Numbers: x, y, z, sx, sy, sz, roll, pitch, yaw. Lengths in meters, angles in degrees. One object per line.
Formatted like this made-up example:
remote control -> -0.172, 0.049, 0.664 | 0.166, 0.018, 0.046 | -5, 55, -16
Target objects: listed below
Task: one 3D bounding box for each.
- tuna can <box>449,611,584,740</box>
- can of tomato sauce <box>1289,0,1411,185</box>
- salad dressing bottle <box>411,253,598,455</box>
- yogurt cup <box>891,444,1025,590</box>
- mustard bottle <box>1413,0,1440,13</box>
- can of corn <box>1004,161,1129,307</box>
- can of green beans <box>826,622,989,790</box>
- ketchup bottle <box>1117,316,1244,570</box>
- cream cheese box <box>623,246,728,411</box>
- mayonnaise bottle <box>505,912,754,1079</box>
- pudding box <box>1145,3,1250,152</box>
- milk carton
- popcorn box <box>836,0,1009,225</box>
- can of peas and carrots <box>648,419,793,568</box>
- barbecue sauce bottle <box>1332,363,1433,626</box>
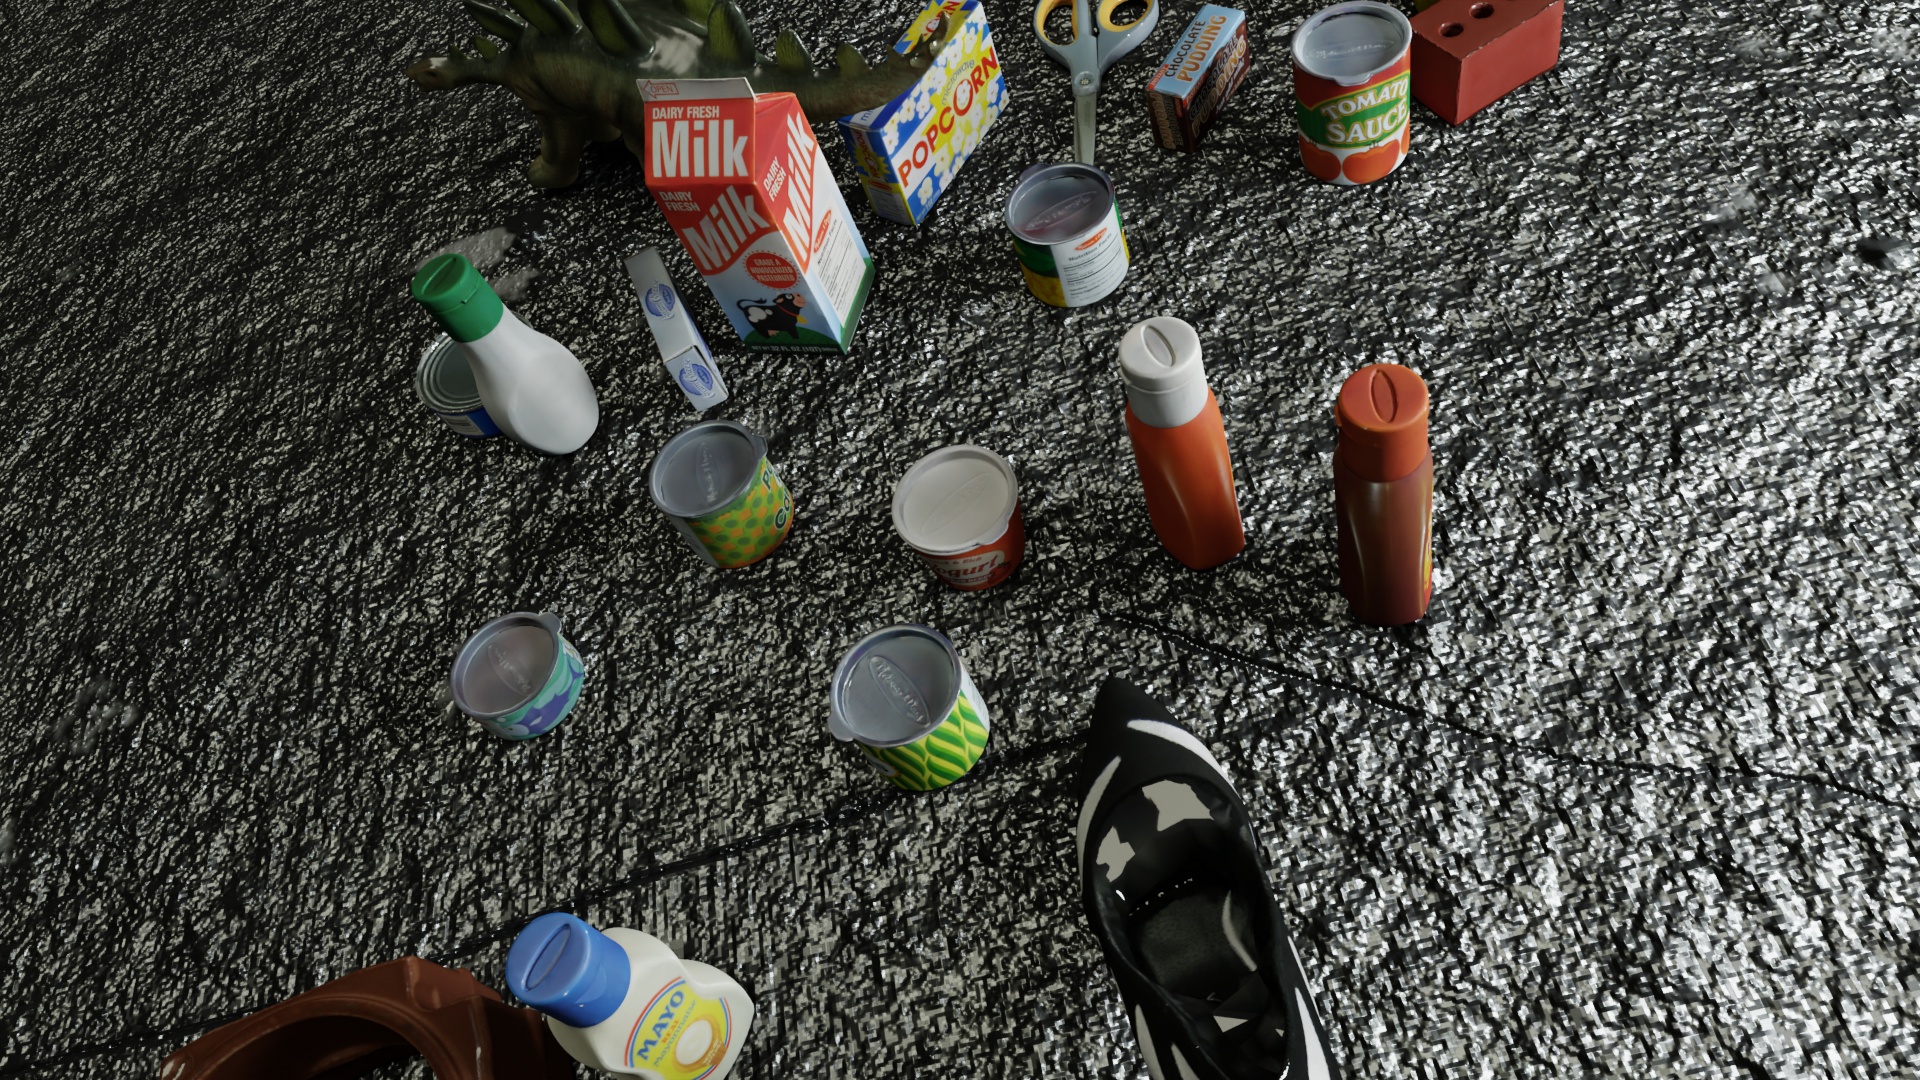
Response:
tuna can -> -0.246, 0.074, 0.778 | 0.071, 0.032, 0.071 | -8, 56, 12
can of tomato sauce -> 0.231, -0.261, 0.818 | 0.071, 0.082, 0.071 | -8, 56, 12
salad dressing bottle -> -0.272, -0.110, 0.836 | 0.044, 0.147, 0.064 | 22, 67, 28
yogurt cup -> 0.003, -0.009, 0.742 | 0.072, 0.053, 0.073 | -8, 56, 12
mustard bottle -> 0.296, -0.393, 0.837 | 0.049, 0.159, 0.065 | -7, 56, 13
can of corn -> 0.064, -0.185, 0.835 | 0.071, 0.058, 0.071 | -8, 56, 12
can of green beans -> -0.024, 0.083, 0.687 | 0.071, 0.057, 0.071 | -8, 56, 12
ketchup bottle -> 0.106, -0.047, 0.676 | 0.043, 0.148, 0.065 | -26, 54, 0
cream cheese box -> -0.181, -0.135, 0.882 | 0.024, 0.053, 0.104 | -27, 54, -1
mayonnaise bottle -> -0.140, 0.199, 0.592 | 0.041, 0.147, 0.065 | 20, 66, 27
pudding box -> 0.152, -0.295, 0.886 | 0.030, 0.049, 0.084 | 23, 67, 29
milk carton -> -0.120, -0.197, 0.820 | 0.072, 0.189, 0.074 | 5, 60, 20
popcorn box -> -0.022, -0.282, 0.910 | 0.038, 0.085, 0.127 | 21, 66, 28
can of peas and carrots -> -0.133, -0.027, 0.793 | 0.071, 0.058, 0.071 | -8, 56, 12
barbecue sauce bottle -> 0.192, -0.021, 0.632 | 0.043, 0.148, 0.065 | -7, 56, 13
